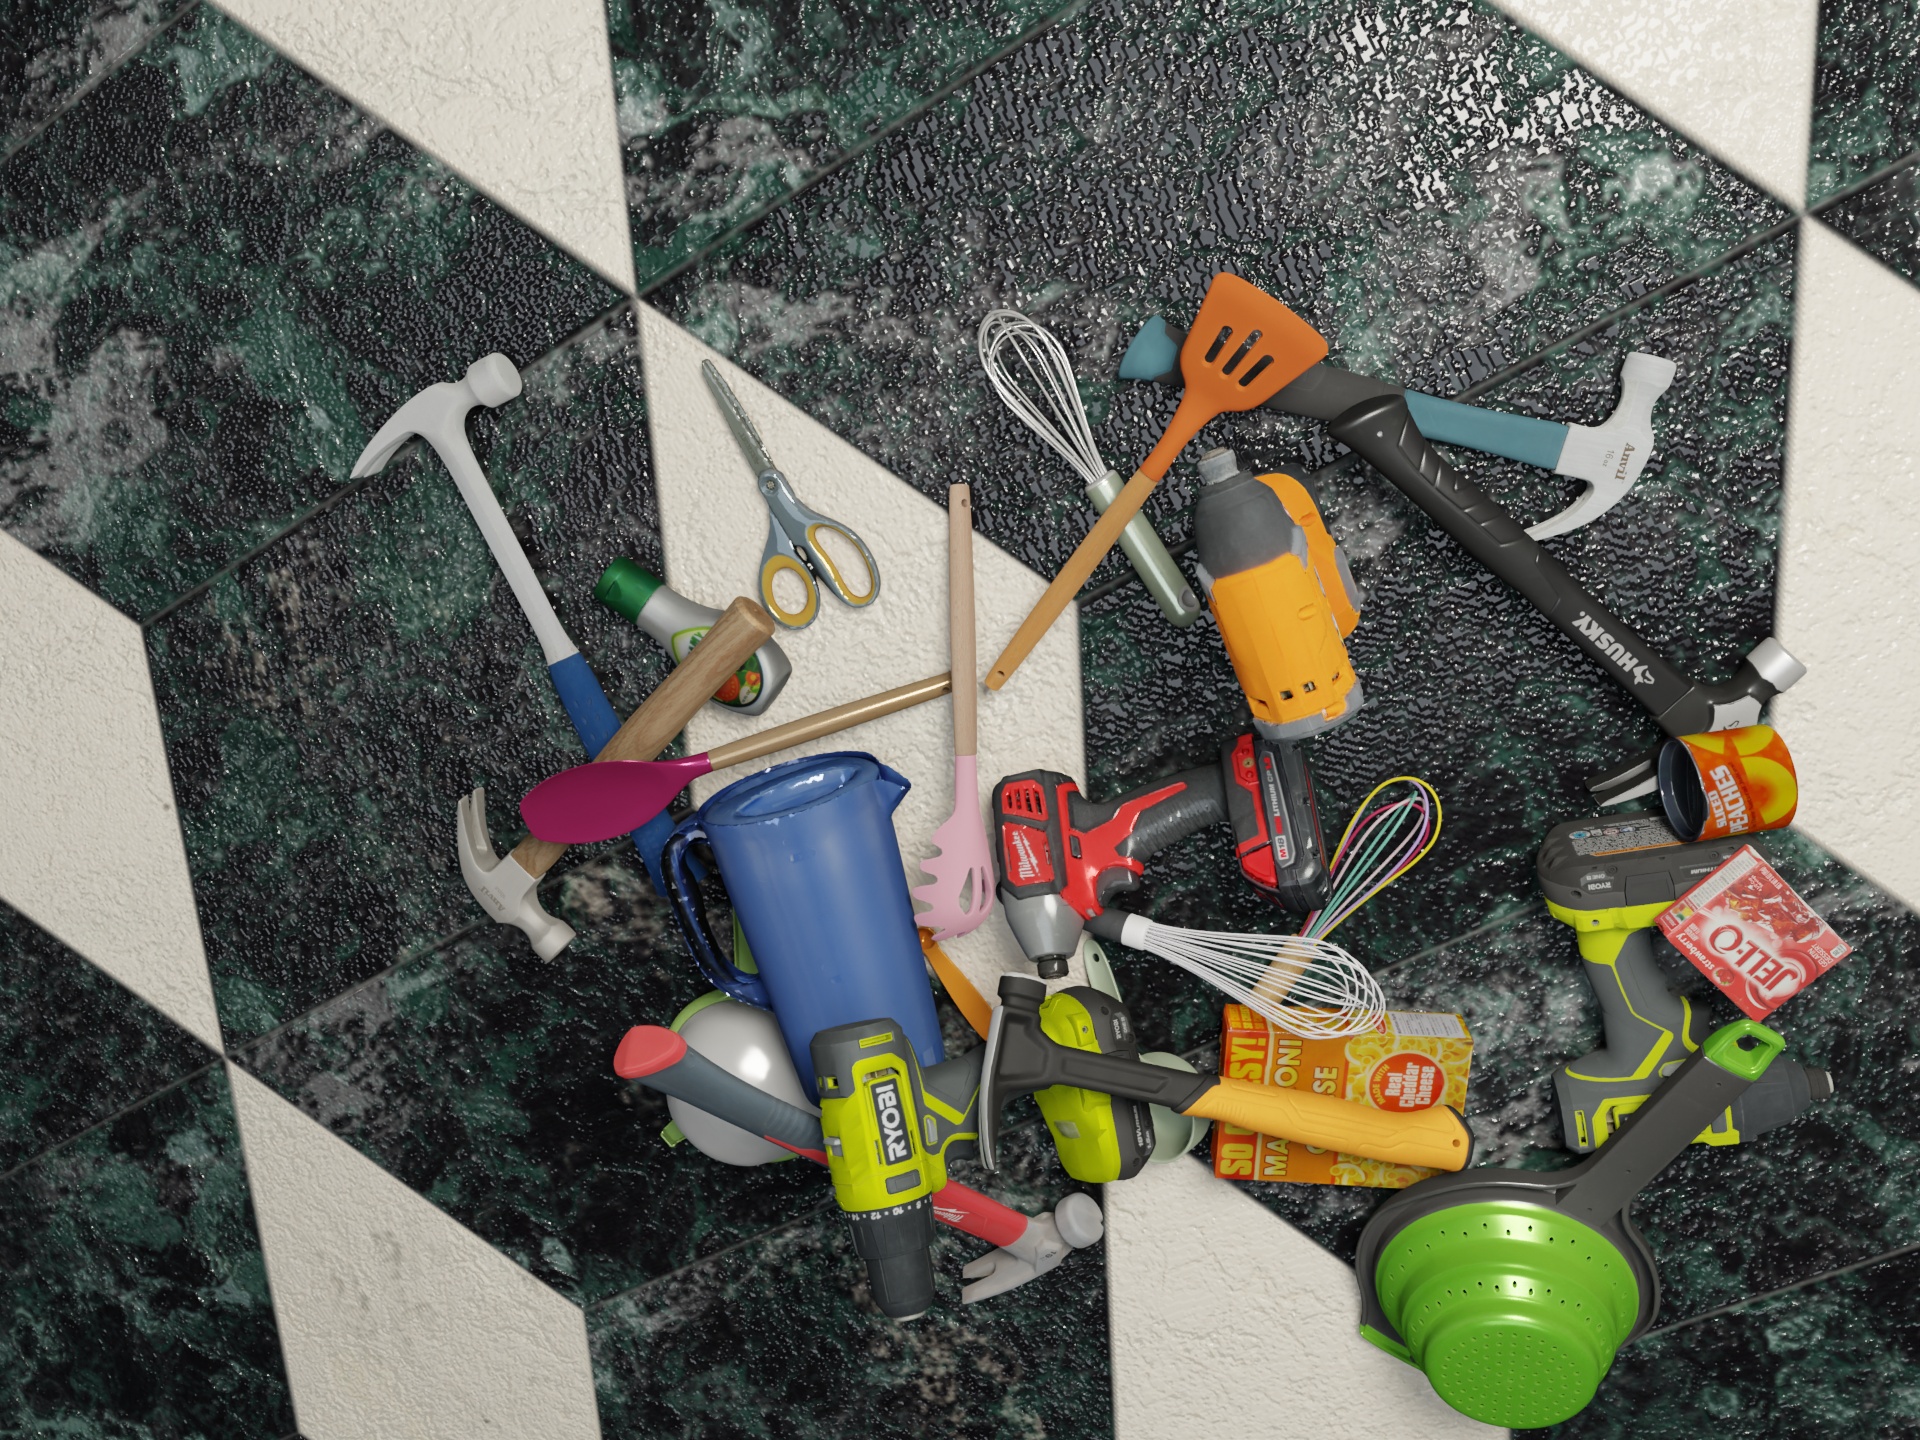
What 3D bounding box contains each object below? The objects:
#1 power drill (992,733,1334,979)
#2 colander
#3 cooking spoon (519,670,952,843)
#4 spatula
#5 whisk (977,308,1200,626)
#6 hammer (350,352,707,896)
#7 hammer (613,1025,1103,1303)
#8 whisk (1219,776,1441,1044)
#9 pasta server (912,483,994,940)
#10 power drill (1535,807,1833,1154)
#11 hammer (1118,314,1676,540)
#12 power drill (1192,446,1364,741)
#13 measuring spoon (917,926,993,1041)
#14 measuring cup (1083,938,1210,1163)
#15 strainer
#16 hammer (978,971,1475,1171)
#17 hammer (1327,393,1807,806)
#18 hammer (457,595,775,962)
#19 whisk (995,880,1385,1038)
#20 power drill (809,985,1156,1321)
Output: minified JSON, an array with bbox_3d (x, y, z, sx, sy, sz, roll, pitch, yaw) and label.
[{"bbox_3d":[0.131,0.091,1.069,0.219,0.078,0.143,-12,67,16],"label":"power drill"},{"bbox_3d":[0.407,0.353,1.049,0.204,0.094,0.397,27,122,-1],"label":"colander"},{"bbox_3d":[-0.150,0.020,1.112,0.319,0.017,0.068,-18,128,-4],"label":"cooking spoon"},{"bbox_3d":[0.105,-0.136,1.017,0.081,0.041,0.322,34,117,-5],"label":"spatula"},{"bbox_3d":[0.087,-0.165,1.055,0.059,0.058,0.246,-23,105,52],"label":"whisk"},{"bbox_3d":[-0.301,-0.053,1.170,0.144,0.035,0.405,-23,99,17],"label":"hammer"},{"bbox_3d":[-0.084,0.316,1.126,0.386,0.038,0.143,33,126,-27],"label":"hammer"},{"bbox_3d":[0.253,0.141,1.101,0.047,0.051,0.245,29,112,-3],"label":"whisk"},{"bbox_3d":[-0.002,-0.004,1.098,0.040,0.060,0.316,1,93,53],"label":"pasta server"},{"bbox_3d":[0.472,0.175,1.047,0.171,0.080,0.223,-10,106,14],"label":"power drill"},{"bbox_3d":[0.265,-0.201,1.009,0.331,0.033,0.128,15,106,8],"label":"hammer"},{"bbox_3d":[0.184,-0.093,0.953,0.084,0.226,0.164,-20,100,16],"label":"power drill"},{"bbox_3d":[0.001,0.200,1.189,0.021,0.011,0.117,-33,100,17],"label":"measuring spoon"},{"bbox_3d":[0.131,0.236,1.158,0.083,0.038,0.168,-26,80,40],"label":"measuring cup"},{"bbox_3d":[-0.166,0.234,1.200,0.151,0.069,0.256,4,107,11],"label":"strainer"},{"bbox_3d":[0.179,0.261,1.056,0.337,0.034,0.127,12,73,-6],"label":"hammer"},{"bbox_3d":[0.357,-0.082,0.988,0.334,0.035,0.146,38,111,-12],"label":"hammer"},{"bbox_3d":[-0.249,0.031,1.143,0.130,0.031,0.331,45,112,-2],"label":"hammer"},{"bbox_3d":[0.152,0.155,1.099,0.285,0.070,0.070,16,108,23],"label":"whisk"},{"bbox_3d":[0.016,0.284,1.084,0.080,0.228,0.190,-21,79,59],"label":"power drill"}]
